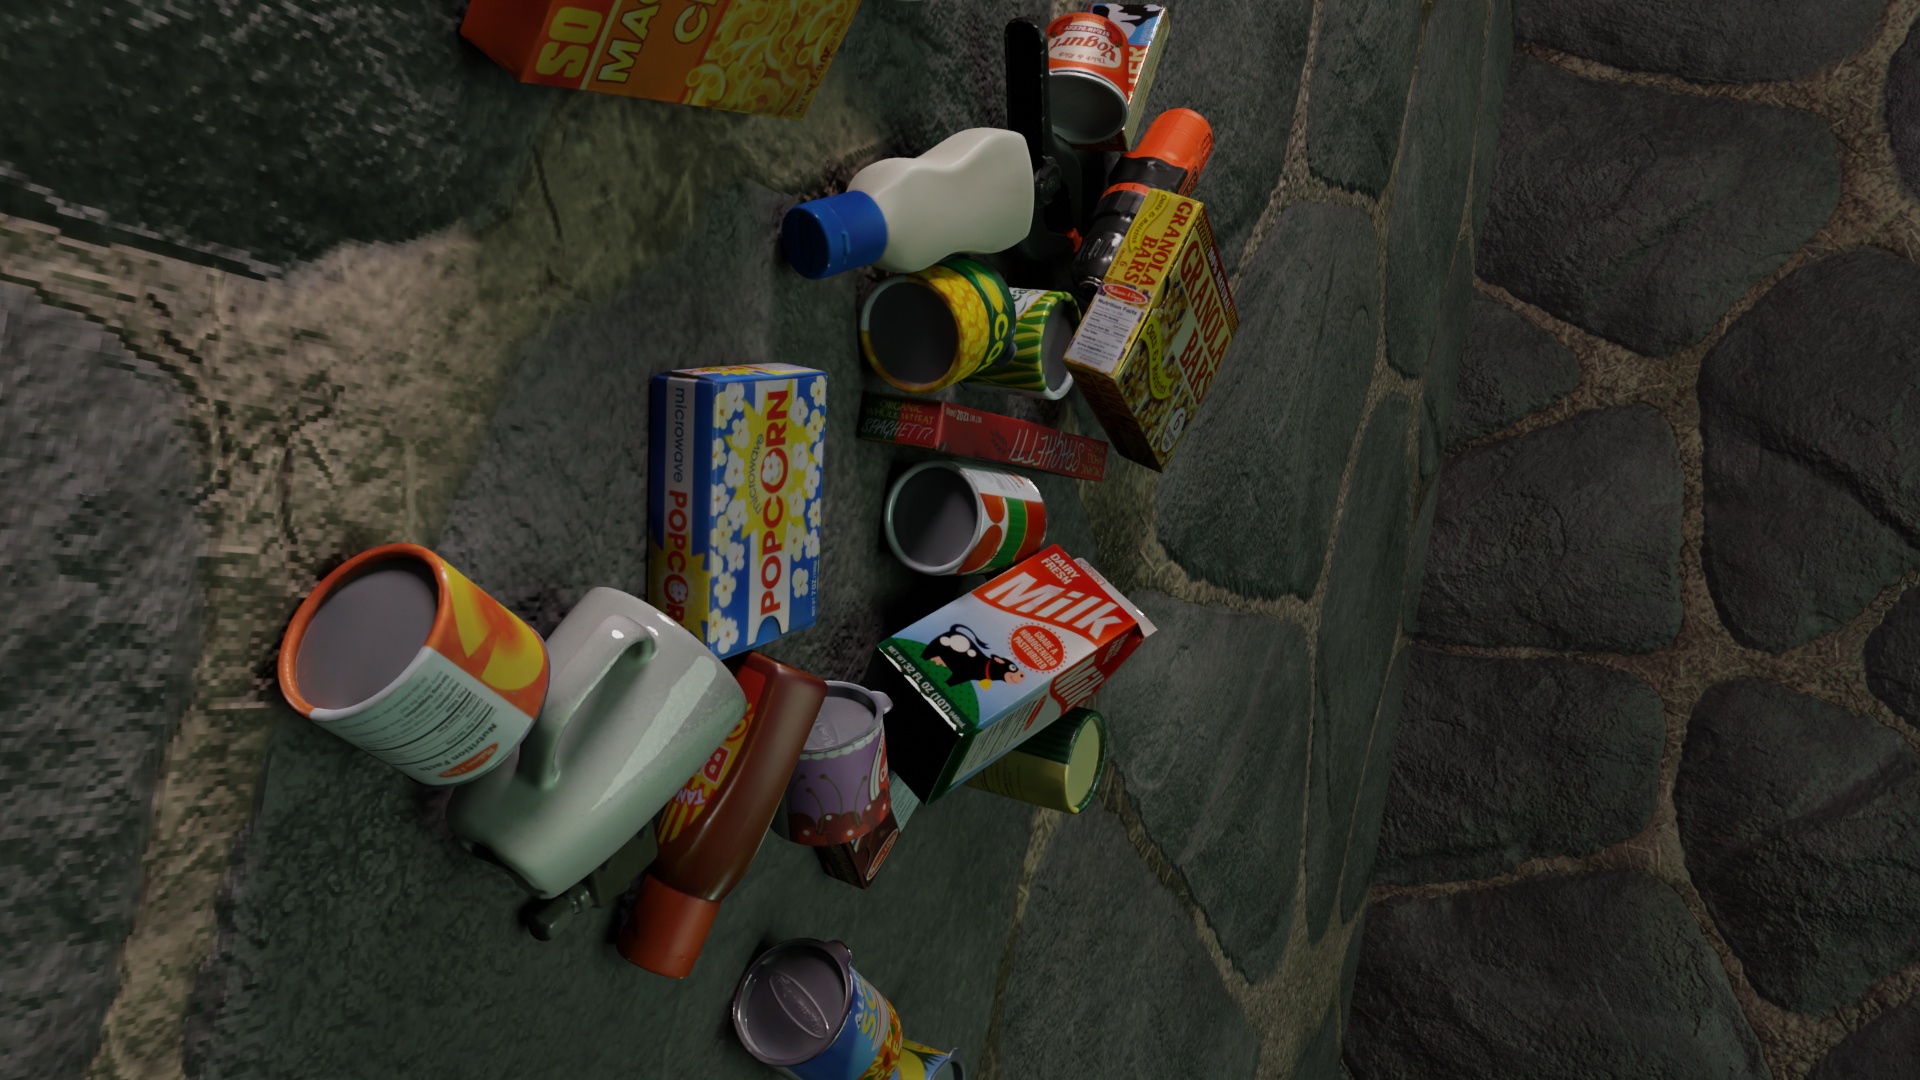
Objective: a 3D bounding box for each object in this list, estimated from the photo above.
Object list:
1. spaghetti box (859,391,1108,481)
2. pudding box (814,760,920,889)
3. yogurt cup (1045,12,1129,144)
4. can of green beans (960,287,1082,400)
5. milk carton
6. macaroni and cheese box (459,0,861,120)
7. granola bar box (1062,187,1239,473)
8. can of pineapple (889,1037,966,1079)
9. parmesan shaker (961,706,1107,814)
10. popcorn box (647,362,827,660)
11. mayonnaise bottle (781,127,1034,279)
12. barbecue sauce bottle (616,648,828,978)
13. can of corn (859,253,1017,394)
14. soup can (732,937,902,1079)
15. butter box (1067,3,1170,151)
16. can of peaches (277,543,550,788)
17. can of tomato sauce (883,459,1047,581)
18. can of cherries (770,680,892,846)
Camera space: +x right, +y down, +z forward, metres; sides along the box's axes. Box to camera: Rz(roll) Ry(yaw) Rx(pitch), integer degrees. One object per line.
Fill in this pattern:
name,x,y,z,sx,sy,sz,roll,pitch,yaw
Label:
spaghetti box,0.024,-0.061,0.851,0.250,0.050,0.028,3,97,-63
pudding box,-0.051,0.150,0.798,0.084,0.030,0.049,-56,145,-38
yogurt cup,0.074,-0.288,0.861,0.072,0.072,0.054,47,49,-57
can of green beans,0.036,-0.121,0.845,0.071,0.058,0.071,-29,124,-57
milk carton,0.033,0.067,0.810,0.191,0.072,0.073,-27,152,-38
macaroni and cheese box,-0.095,-0.228,0.525,0.167,0.040,0.123,-20,147,-59
granola bar box,0.128,-0.129,0.896,0.124,0.039,0.165,-63,156,-7
can of pineapple,-0.036,0.342,0.858,0.071,0.058,0.070,-31,125,-56
parmesan shaker,0.034,0.130,0.872,0.071,0.103,0.071,-32,127,-56
popcorn box,-0.102,-0.016,0.638,0.085,0.038,0.126,-18,114,-61
mayonnaise bottle,-0.024,-0.167,0.703,0.149,0.041,0.064,-27,124,-40
barbecue sauce bottle,-0.112,0.125,0.643,0.043,0.065,0.148,27,82,-32
can of corn,-0.010,-0.114,0.746,0.058,0.071,0.071,-34,128,-54
soup can,-0.073,0.259,0.749,0.071,0.071,0.083,-65,150,-27
butter box,0.098,-0.305,0.911,0.024,0.053,0.104,48,57,-60
can of peaches,-0.185,0.041,0.471,0.071,0.071,0.058,-68,150,-23
can of tomato sauce,0.003,-0.010,0.810,0.083,0.071,0.071,4,95,-62
can of cherries,-0.067,0.113,0.710,0.072,0.071,0.058,-39,132,-52
